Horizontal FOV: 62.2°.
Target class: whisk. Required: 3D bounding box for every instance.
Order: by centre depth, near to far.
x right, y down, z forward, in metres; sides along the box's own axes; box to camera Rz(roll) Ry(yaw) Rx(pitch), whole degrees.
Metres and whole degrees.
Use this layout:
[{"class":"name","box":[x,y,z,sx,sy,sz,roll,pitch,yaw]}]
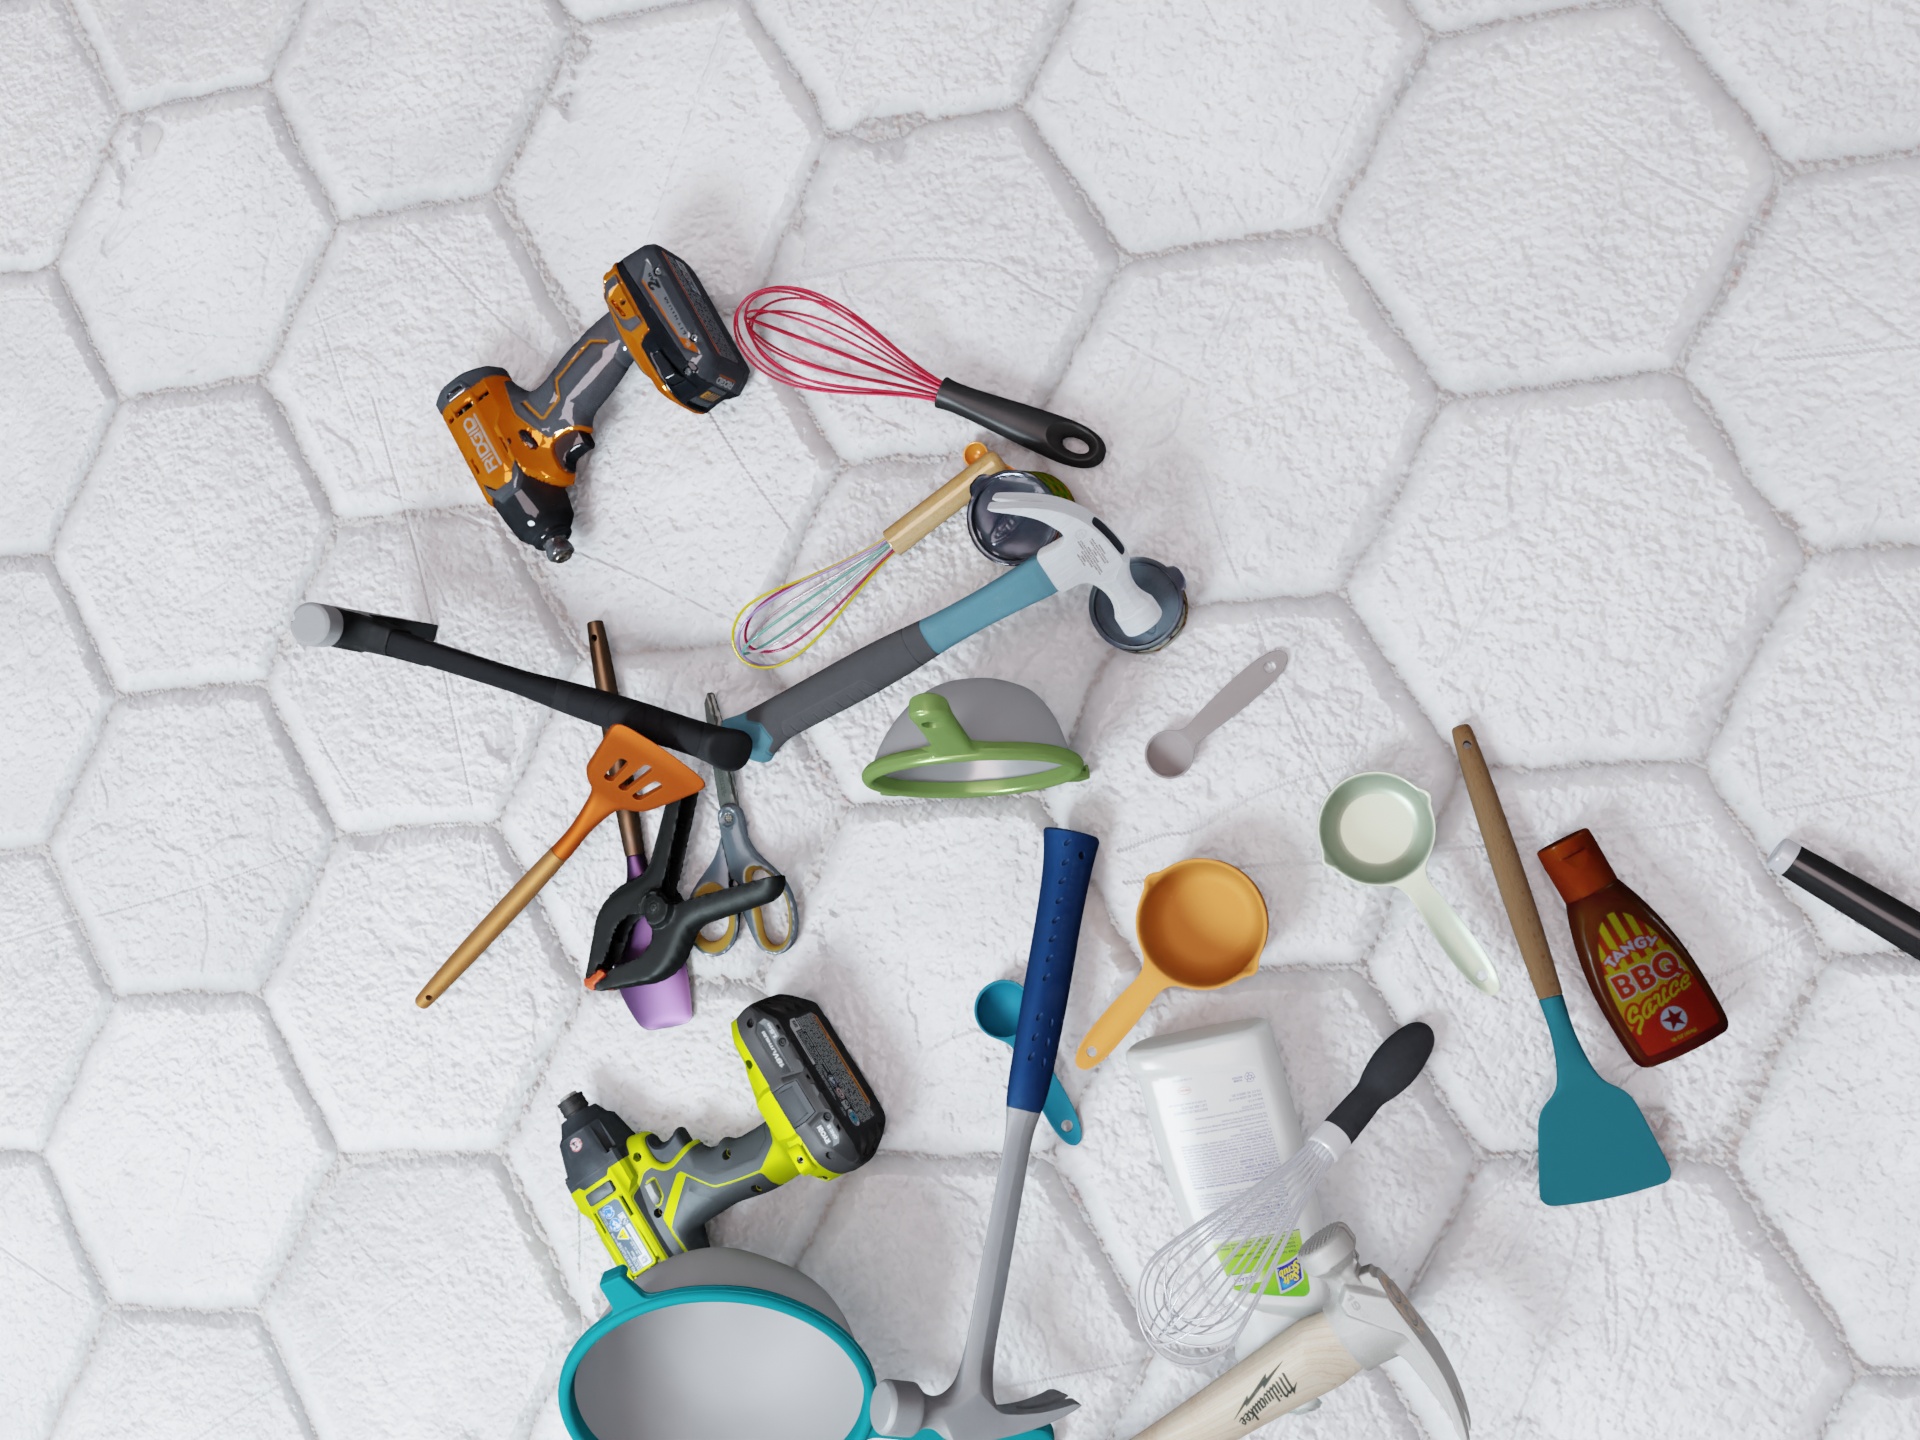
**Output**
[{"class":"whisk","box":[0.213,0.289,0.999,0.070,0.070,0.284,44,65,13]},{"class":"whisk","box":[-0.032,-0.245,1.158,0.296,0.073,0.073,23,93,8]},{"class":"whisk","box":[-0.070,-0.119,1.161,0.245,0.051,0.047,-36,72,11]}]

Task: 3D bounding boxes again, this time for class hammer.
[{"class":"hammer","box":[0.131,0.491,1.041,0.410,0.038,0.146,-40,81,20]},{"class":"hammer","box":[0.045,0.276,1.079,0.144,0.035,0.406,17,78,-26]},{"class":"hammer","box":[-0.032,-0.051,1.121,0.331,0.033,0.128,-27,107,24]},{"class":"hammer","box":[-0.312,-0.024,1.180,0.335,0.146,0.035,17,91,11]}]

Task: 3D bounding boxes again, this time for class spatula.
[{"class":"spatula","box":[0.375,0.155,1.040,0.082,0.044,0.318,-17,78,14]},{"class":"spatula","box":[-0.317,0.120,1.194,0.081,0.041,0.322,37,110,-21]},{"class":"spatula","box":[-0.255,0.078,1.215,0.060,0.018,0.316,-12,84,13]}]

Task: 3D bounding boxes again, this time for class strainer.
[{"class":"strainer","box":[-0.002,-0.003,1.033,0.151,0.256,0.069,-5,76,8]},{"class":"strainer","box":[-0.101,0.446,1.102,0.340,0.095,0.211,13,117,-11]}]

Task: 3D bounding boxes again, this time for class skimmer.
[{"class":"skimmer","box":[0.643,0.191,0.929,0.363,0.090,0.127,35,127,17]}]

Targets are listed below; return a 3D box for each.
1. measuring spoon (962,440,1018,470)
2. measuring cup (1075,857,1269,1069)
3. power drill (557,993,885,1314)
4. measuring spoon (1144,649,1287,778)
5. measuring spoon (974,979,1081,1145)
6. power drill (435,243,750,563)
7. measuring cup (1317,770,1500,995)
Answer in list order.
[{"class":"measuring spoon","box":[0.051,-0.166,1.154,0.117,0.011,0.021,36,107,11]},{"class":"measuring cup","box":[0.140,0.169,1.086,0.095,0.052,0.173,41,99,14]},{"class":"power drill","box":[-0.182,0.303,1.153,0.223,0.080,0.171,-36,79,13]},{"class":"measuring spoon","box":[0.180,-0.005,1.108,0.124,0.018,0.034,-41,77,2]},{"class":"measuring spoon","box":[0.050,0.242,1.126,0.042,0.021,0.128,-28,89,-6]},{"class":"power drill","box":[-0.277,-0.235,1.211,0.226,0.084,0.164,-32,80,15]},{"class":"measuring cup","box":[0.302,0.109,1.054,0.083,0.038,0.168,-36,80,10]}]
